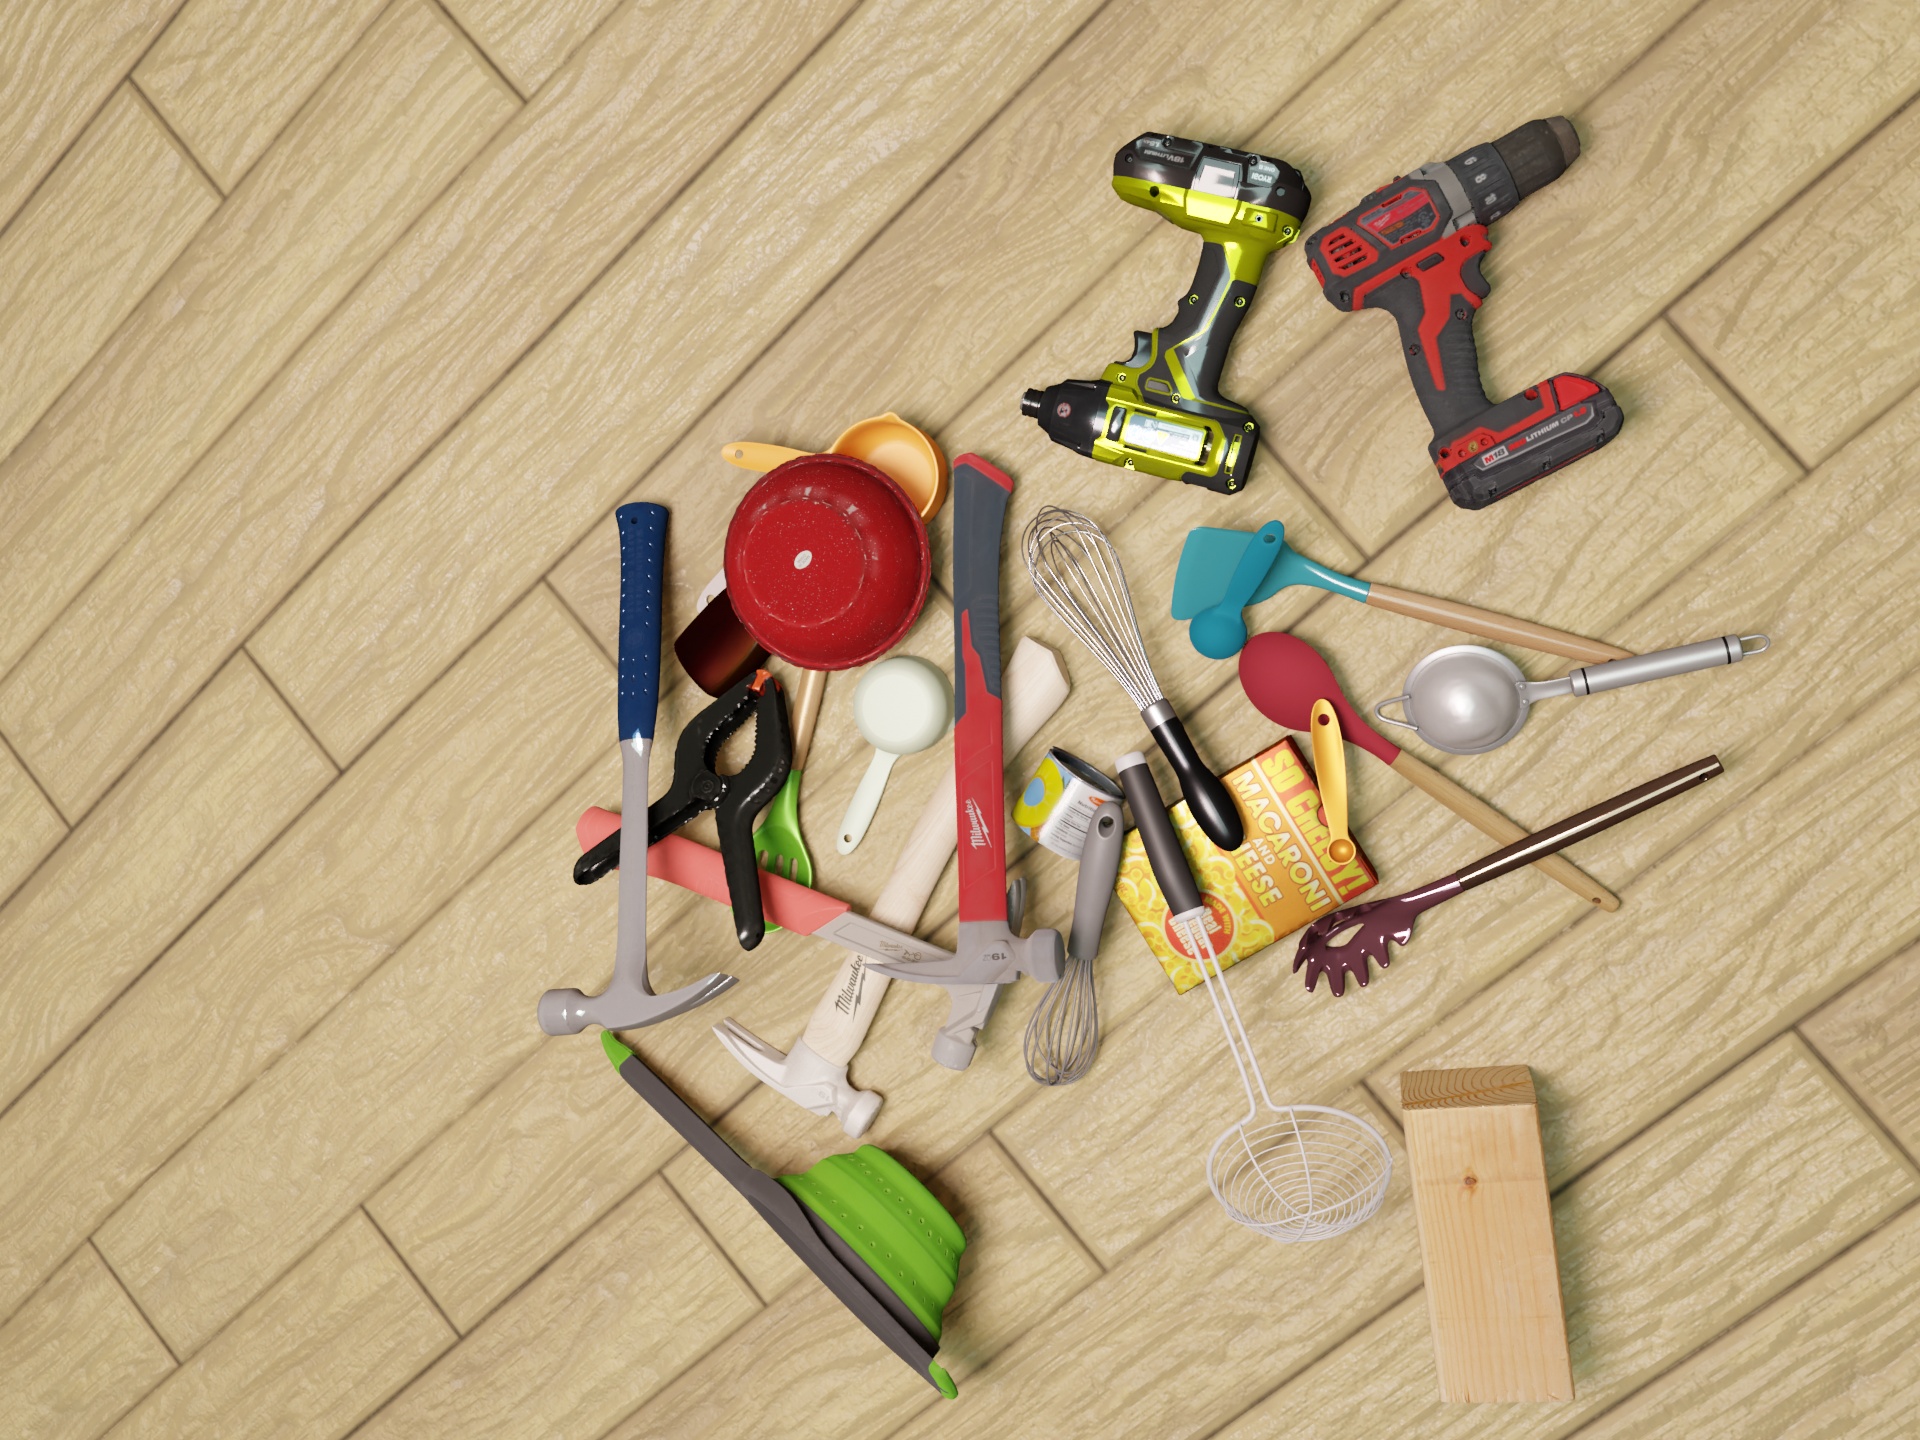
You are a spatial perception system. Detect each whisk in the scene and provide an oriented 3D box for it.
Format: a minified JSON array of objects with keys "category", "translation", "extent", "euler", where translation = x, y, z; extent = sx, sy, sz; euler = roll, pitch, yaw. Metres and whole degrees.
[{"category":"whisk","translation":[0.087,0.168,1.169],"extent":[0.055,0.055,0.239],"euler":[14,110,12]},{"category":"whisk","translation":[0.126,-0.032,1.140],"extent":[0.070,0.070,0.285],"euler":[-32,79,14]}]

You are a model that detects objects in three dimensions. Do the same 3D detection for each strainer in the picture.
[{"category":"strainer","translation":[0.414,-0.024,1.086],"extent":[0.258,0.050,0.086],"euler":[-14,113,17]}]

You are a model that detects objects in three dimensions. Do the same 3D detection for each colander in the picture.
[{"category":"colander","translation":[-0.123,0.345,1.232],"extent":[0.397,0.204,0.094],"euler":[37,68,24]}]

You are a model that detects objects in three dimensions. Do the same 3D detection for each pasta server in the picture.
[{"category":"pasta server","translation":[0.372,0.105,1.099],"extent":[0.316,0.040,0.060],"euler":[-30,116,22]}]

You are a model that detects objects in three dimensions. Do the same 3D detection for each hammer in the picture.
[{"category":"hammer","translation":[-0.043,0.116,1.224],"extent":[0.146,0.038,0.410],"euler":[31,101,11]},{"category":"hammer","translation":[-0.237,0.026,1.188],"extent":[0.144,0.035,0.406],"euler":[-7,71,14]},{"category":"hammer","translation":[-0.002,-0.004,1.155],"extent":[0.143,0.038,0.386],"euler":[-4,79,17]},{"category":"hammer","translation":[-0.131,0.131,1.211],"extent":[0.359,0.036,0.149],"euler":[20,96,16]}]

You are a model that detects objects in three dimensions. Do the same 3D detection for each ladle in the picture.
[{"category":"ladle","translation":[0.329,0.041,1.126],"extent":[0.315,0.031,0.069],"euler":[35,131,6]}]

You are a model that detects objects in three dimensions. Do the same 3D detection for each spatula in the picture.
[{"category":"spatula","translation":[0.310,-0.075,1.115],"extent":[0.317,0.044,0.082],"euler":[15,131,10]}]

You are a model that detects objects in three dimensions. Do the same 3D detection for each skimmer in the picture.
[{"category":"skimmer","translation":[0.191,0.194,1.132],"extent":[0.127,0.090,0.363],"euler":[-24,78,19]}]

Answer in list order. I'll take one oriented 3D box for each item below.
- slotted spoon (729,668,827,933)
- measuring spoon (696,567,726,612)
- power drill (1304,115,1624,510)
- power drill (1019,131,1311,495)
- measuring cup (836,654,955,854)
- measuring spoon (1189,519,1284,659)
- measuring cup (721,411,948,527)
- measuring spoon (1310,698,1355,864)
[{"category":"slotted spoon","translation":[-0.123,0.013,1.241],"extent":[0.070,0.031,0.314],"euler":[15,96,15]},{"category":"measuring spoon","translation":[-0.163,-0.126,1.248],"extent":[0.124,0.018,0.034],"euler":[-42,79,20]},{"category":"power drill","translation":[0.362,-0.277,1.072],"extent":[0.188,0.080,0.227],"euler":[-28,85,14]},{"category":"power drill","translation":[0.145,-0.287,1.124],"extent":[0.171,0.080,0.223],"euler":[17,101,12]},{"category":"measuring cup","translation":[-0.063,0.030,1.219],"extent":[0.083,0.038,0.167],"euler":[25,98,11]},{"category":"measuring spoon","translation":[0.195,-0.087,1.109],"extent":[0.042,0.021,0.128],"euler":[20,135,-1]},{"category":"measuring cup","translation":[-0.093,-0.189,1.204],"extent":[0.173,0.052,0.095],"euler":[11,97,15]},{"category":"measuring spoon","translation":[0.260,0.043,1.115],"extent":[0.021,0.011,0.117],"euler":[-8,88,10]}]
